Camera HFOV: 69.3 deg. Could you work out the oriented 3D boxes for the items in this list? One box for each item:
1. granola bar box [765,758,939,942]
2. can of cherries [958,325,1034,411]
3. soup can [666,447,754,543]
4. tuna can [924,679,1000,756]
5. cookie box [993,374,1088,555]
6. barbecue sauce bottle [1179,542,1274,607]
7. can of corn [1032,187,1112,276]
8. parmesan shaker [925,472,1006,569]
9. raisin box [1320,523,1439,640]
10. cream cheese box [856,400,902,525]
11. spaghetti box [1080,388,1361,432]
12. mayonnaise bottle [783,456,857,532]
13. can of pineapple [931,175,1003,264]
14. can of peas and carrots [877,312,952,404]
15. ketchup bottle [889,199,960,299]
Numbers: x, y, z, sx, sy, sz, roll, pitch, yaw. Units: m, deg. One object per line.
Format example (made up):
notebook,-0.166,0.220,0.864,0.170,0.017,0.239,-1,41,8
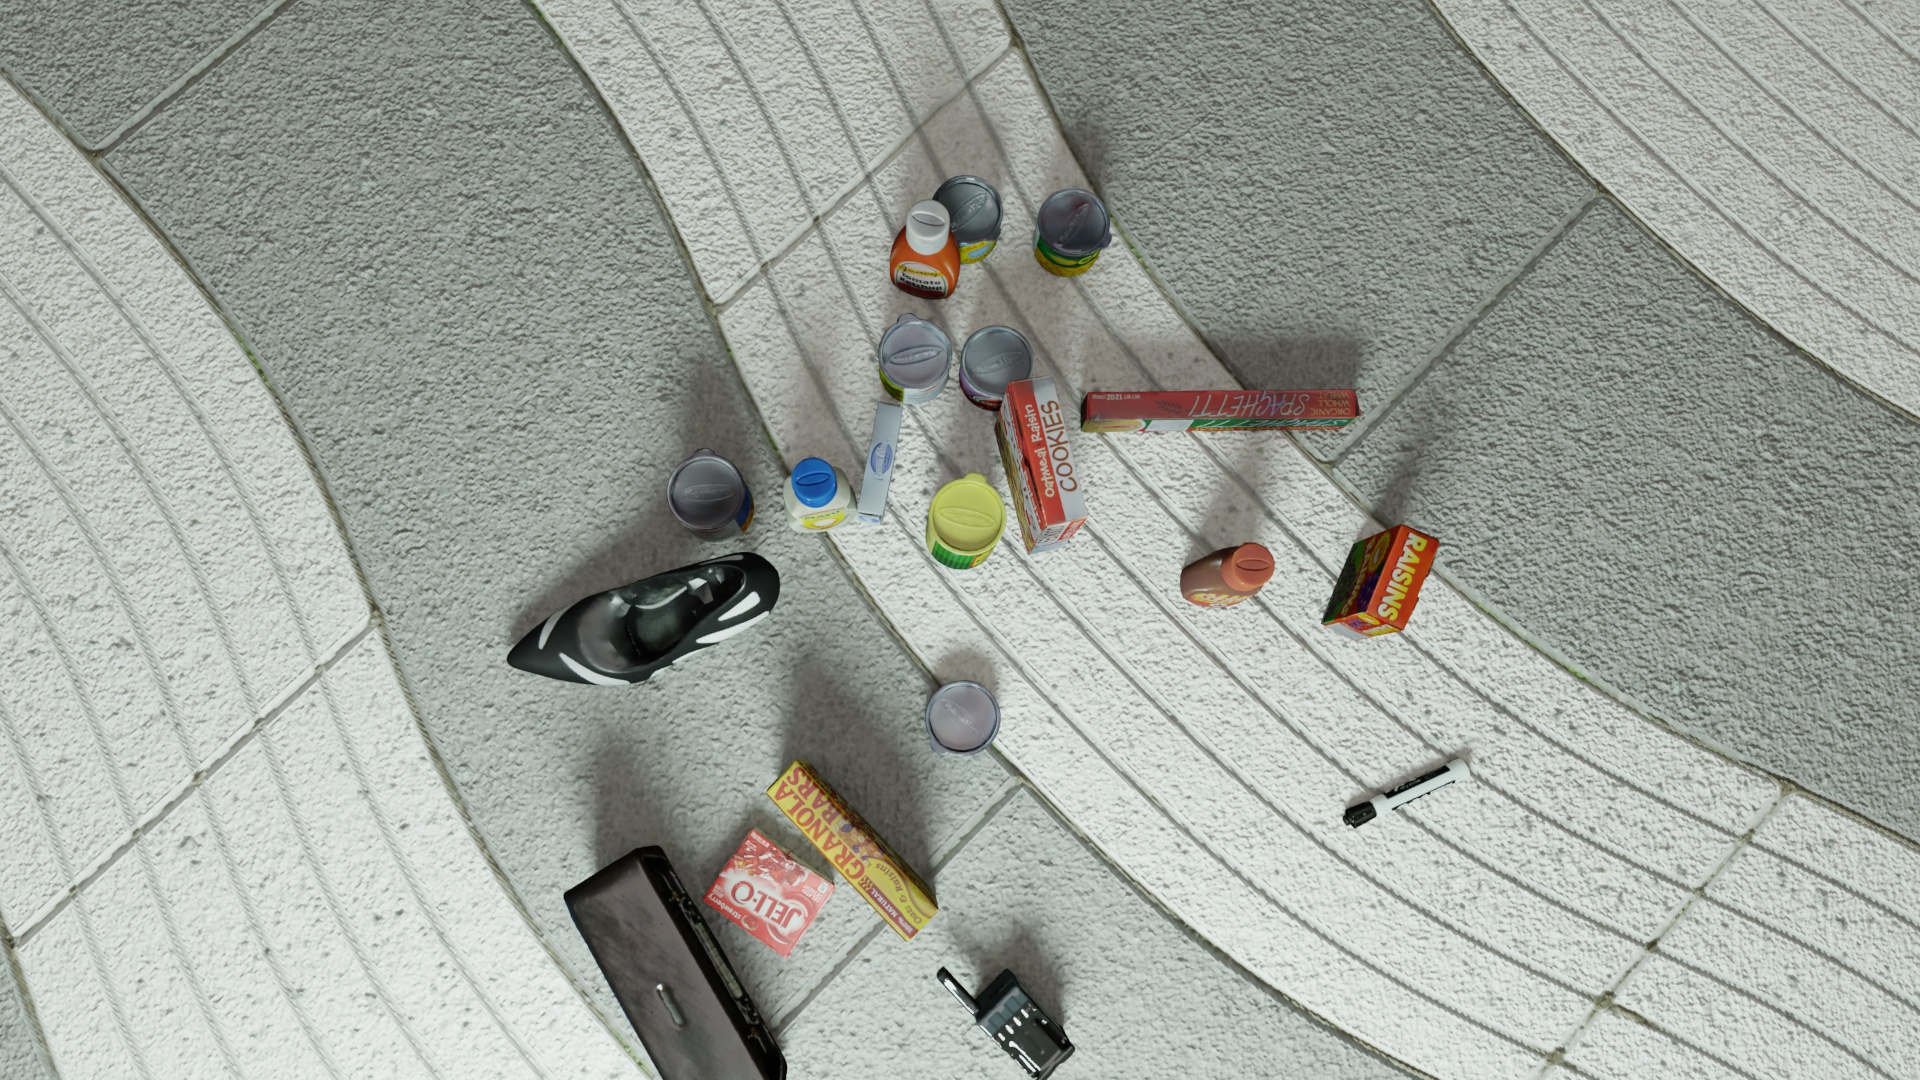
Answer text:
granola bar box,-0.089,0.254,1.154,0.039,0.124,0.165,-44,86,-8
can of cherries,0.032,-0.153,1.260,0.071,0.058,0.071,0,81,-3
soup can,-0.217,-0.038,1.215,0.071,0.083,0.071,0,81,-3
tuna can,0.000,0.158,1.221,0.071,0.033,0.071,0,81,-3
cookie box,0.066,-0.061,1.191,0.040,0.167,0.123,-13,82,-5
barbecue sauce bottle,0.233,0.029,1.195,0.065,0.148,0.044,2,81,-3
can of corn,0.103,-0.283,1.284,0.071,0.058,0.071,0,81,-3
parmesan shaker,0.004,-0.015,1.213,0.071,0.103,0.071,0,81,-3
raisin box,0.365,0.039,1.213,0.040,0.123,0.086,25,81,1
cream cheese box,-0.072,-0.068,1.243,0.024,0.053,0.104,10,81,-1
spaghetti box,0.236,-0.118,1.269,0.250,0.050,0.029,-1,81,-3
mayonnaise bottle,-0.122,-0.038,1.188,0.065,0.148,0.041,-12,82,-5
can of pineapple,0.005,-0.293,1.281,0.071,0.058,0.071,0,81,-3
can of peas and carrots,-0.042,-0.164,1.257,0.071,0.058,0.071,0,81,-3
ketchup bottle,-0.030,-0.257,1.228,0.065,0.148,0.043,14,81,-1
